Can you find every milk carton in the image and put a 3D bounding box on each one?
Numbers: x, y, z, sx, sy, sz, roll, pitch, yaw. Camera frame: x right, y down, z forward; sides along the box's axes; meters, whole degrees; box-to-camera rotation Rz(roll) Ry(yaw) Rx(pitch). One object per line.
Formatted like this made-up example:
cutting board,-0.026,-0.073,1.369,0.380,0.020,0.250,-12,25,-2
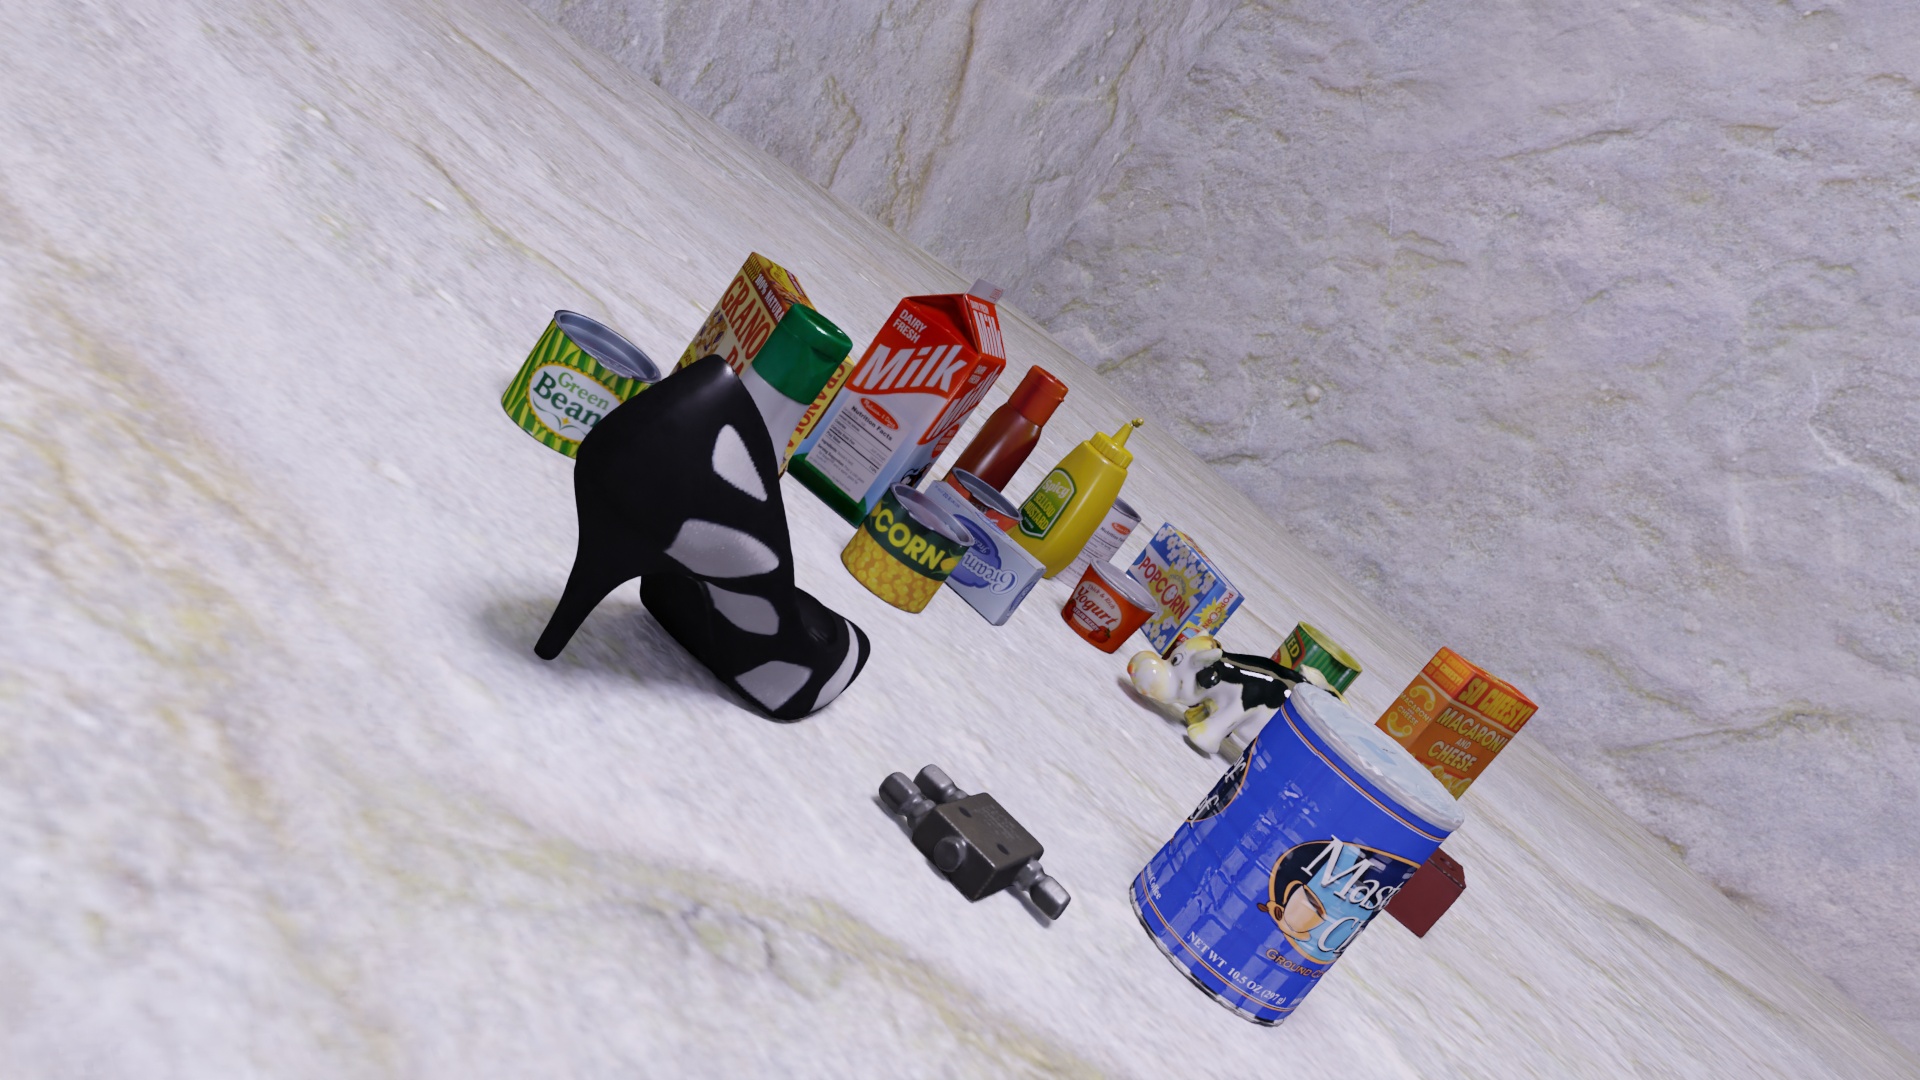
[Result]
milk carton,-0.034,-0.105,0.988,0.073,0.190,0.072,39,13,11

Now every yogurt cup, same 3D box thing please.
yogurt cup,0.119,0.054,1.126,0.072,0.054,0.072,34,13,-9

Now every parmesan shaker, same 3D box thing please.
parmesan shaker,0.282,0.129,1.176,0.071,0.103,0.071,35,13,-9

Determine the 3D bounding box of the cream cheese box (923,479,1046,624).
cream cheese box,0.006,0.009,0.998,0.104,0.053,0.024,41,13,18

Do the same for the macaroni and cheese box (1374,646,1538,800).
macaroni and cheese box,0.376,0.173,1.127,0.123,0.166,0.040,25,17,-42

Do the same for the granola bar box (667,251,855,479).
granola bar box,-0.131,-0.094,0.848,0.039,0.124,0.166,29,15,-31

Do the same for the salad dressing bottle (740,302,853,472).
salad dressing bottle,-0.110,-0.049,0.695,0.064,0.147,0.044,26,17,-40

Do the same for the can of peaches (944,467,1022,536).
can of peaches,0.004,-0.013,1.057,0.071,0.058,0.071,34,13,-9

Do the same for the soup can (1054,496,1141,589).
soup can,0.111,-0.007,1.252,0.071,0.083,0.071,35,13,-9

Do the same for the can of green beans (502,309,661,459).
can of green beans,-0.208,-0.084,0.762,0.071,0.057,0.071,34,13,-9

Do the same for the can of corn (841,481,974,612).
can of corn,-0.035,0.005,0.894,0.071,0.058,0.071,34,13,-9

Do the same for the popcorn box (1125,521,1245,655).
popcorn box,0.199,0.049,1.279,0.038,0.085,0.127,30,14,-26

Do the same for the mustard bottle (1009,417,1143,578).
mustard bottle,0.103,-0.044,1.192,0.049,0.160,0.065,25,17,-41

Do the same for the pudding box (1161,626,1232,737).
pudding box,0.203,0.115,1.141,0.084,0.049,0.030,39,13,11

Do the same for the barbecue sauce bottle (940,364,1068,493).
barbecue sauce bottle,0.031,-0.074,1.138,0.044,0.148,0.065,41,13,18
